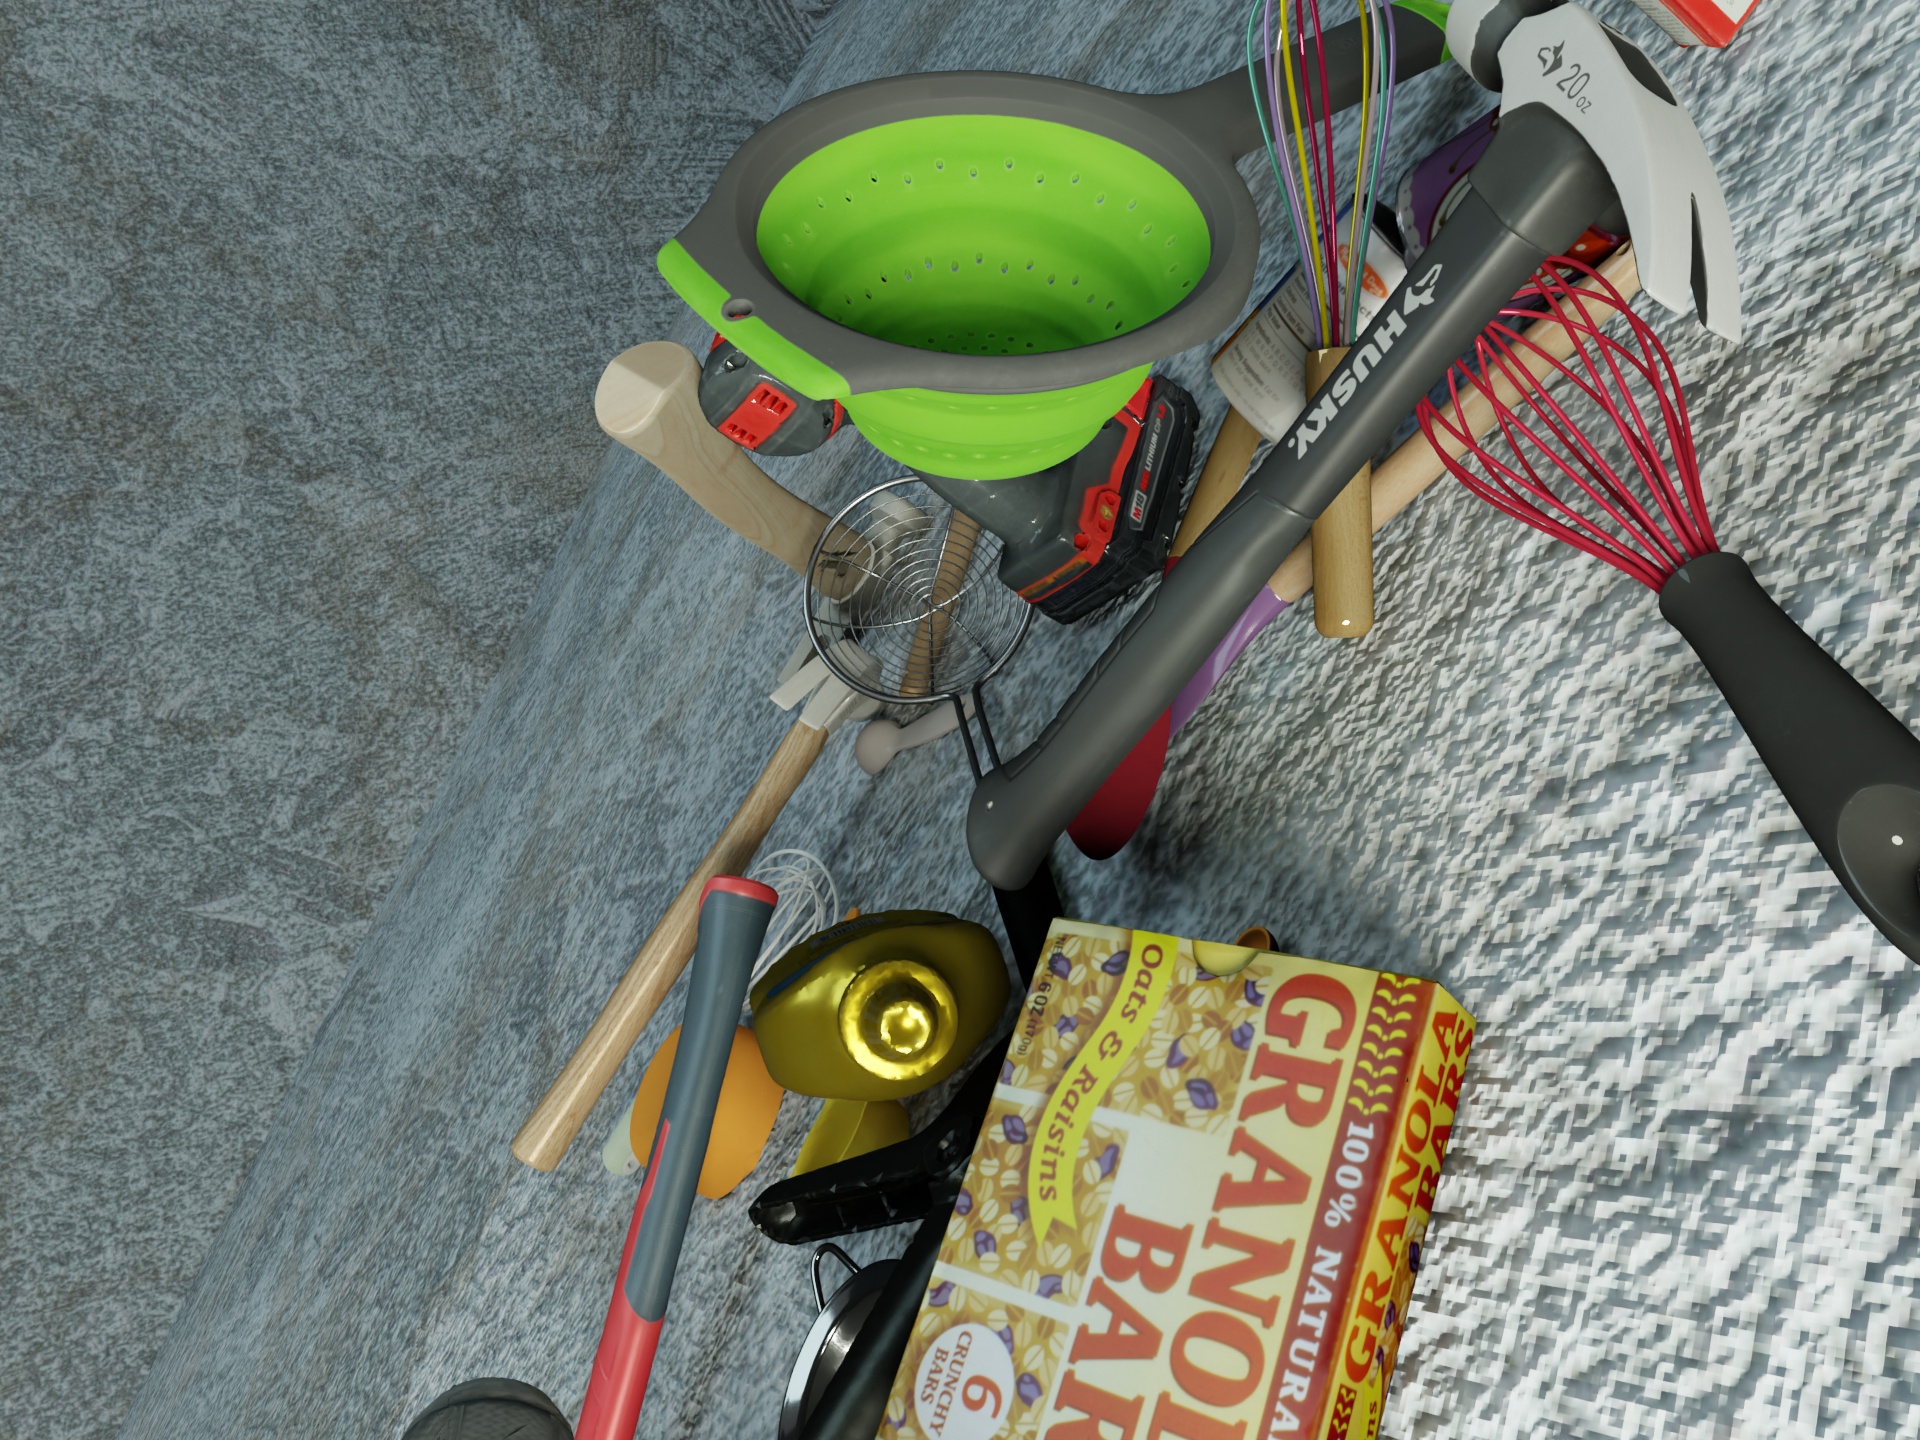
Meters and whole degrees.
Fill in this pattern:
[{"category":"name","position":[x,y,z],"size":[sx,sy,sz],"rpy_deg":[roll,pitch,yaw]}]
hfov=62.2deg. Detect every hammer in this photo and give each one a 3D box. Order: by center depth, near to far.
[{"category":"hammer","position":[0.096,-0.057,0.502],"size":[0.334,0.035,0.146],"rpy_deg":[-53,34,34]},{"category":"hammer","position":[-0.138,0.258,0.713],"size":[0.143,0.038,0.386],"rpy_deg":[-17,56,58]},{"category":"hammer","position":[-0.107,-0.103,0.866],"size":[0.146,0.038,0.410],"rpy_deg":[-60,-13,0]},{"category":"hammer","position":[-0.141,0.097,0.871],"size":[0.331,0.031,0.130],"rpy_deg":[-57,-7,-10]}]

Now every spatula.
[{"category":"spatula","position":[0.138,-0.065,0.600],"size":[0.316,0.018,0.060],"rpy_deg":[-46,24,36]}]

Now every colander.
[{"category":"colander","position":[0.071,-0.200,0.655],"size":[0.397,0.205,0.094],"rpy_deg":[-31,-33,-25]}]

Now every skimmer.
[{"category":"skimmer","position":[-0.001,-0.002,0.731],"size":[0.127,0.090,0.364],"rpy_deg":[-24,32,5]}]

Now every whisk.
[{"category":"whisk","position":[0.188,-0.046,0.424],"size":[0.073,0.073,0.296],"rpy_deg":[-49,32,28]},{"category":"whisk","position":[0.128,-0.151,0.557],"size":[0.047,0.051,0.245],"rpy_deg":[-11,-81,-72]},{"category":"whisk","position":[-0.139,0.169,0.889],"size":[0.246,0.059,0.057],"rpy_deg":[-56,-22,22]}]

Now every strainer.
[{"category":"strainer","position":[-0.024,0.256,0.493],"size":[0.087,0.050,0.259],"rpy_deg":[-51,15,11]}]

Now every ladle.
[{"category":"ladle","position":[0.103,-0.084,0.663],"size":[0.069,0.031,0.316],"rpy_deg":[-29,32,59]}]

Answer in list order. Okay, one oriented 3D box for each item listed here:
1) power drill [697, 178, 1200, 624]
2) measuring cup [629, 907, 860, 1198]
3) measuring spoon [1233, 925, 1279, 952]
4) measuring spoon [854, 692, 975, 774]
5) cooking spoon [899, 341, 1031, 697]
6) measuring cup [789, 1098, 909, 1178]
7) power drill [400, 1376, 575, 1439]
[{"category":"power drill","position":[0.000,-0.168,0.745],"size":[0.080,0.226,0.188],"rpy_deg":[-30,37,52]},{"category":"measuring cup","position":[-0.114,0.162,0.824],"size":[0.173,0.052,0.095],"rpy_deg":[-60,22,8]},{"category":"measuring spoon","position":[0.089,0.119,0.497],"size":[0.021,0.011,0.117],"rpy_deg":[-32,39,51]},{"category":"measuring spoon","position":[-0.027,0.002,0.877],"size":[0.124,0.018,0.034],"rpy_deg":[-24,41,55]},{"category":"cooking spoon","position":[0.011,-0.144,0.973],"size":[0.069,0.017,0.319],"rpy_deg":[-32,35,52]},{"category":"measuring cup","position":[-0.042,0.163,0.720],"size":[0.062,0.029,0.157],"rpy_deg":[-51,12,20]},{"category":"power drill","position":[-0.031,0.238,0.318],"size":[0.084,0.226,0.185],"rpy_deg":[-54,23,16]}]
